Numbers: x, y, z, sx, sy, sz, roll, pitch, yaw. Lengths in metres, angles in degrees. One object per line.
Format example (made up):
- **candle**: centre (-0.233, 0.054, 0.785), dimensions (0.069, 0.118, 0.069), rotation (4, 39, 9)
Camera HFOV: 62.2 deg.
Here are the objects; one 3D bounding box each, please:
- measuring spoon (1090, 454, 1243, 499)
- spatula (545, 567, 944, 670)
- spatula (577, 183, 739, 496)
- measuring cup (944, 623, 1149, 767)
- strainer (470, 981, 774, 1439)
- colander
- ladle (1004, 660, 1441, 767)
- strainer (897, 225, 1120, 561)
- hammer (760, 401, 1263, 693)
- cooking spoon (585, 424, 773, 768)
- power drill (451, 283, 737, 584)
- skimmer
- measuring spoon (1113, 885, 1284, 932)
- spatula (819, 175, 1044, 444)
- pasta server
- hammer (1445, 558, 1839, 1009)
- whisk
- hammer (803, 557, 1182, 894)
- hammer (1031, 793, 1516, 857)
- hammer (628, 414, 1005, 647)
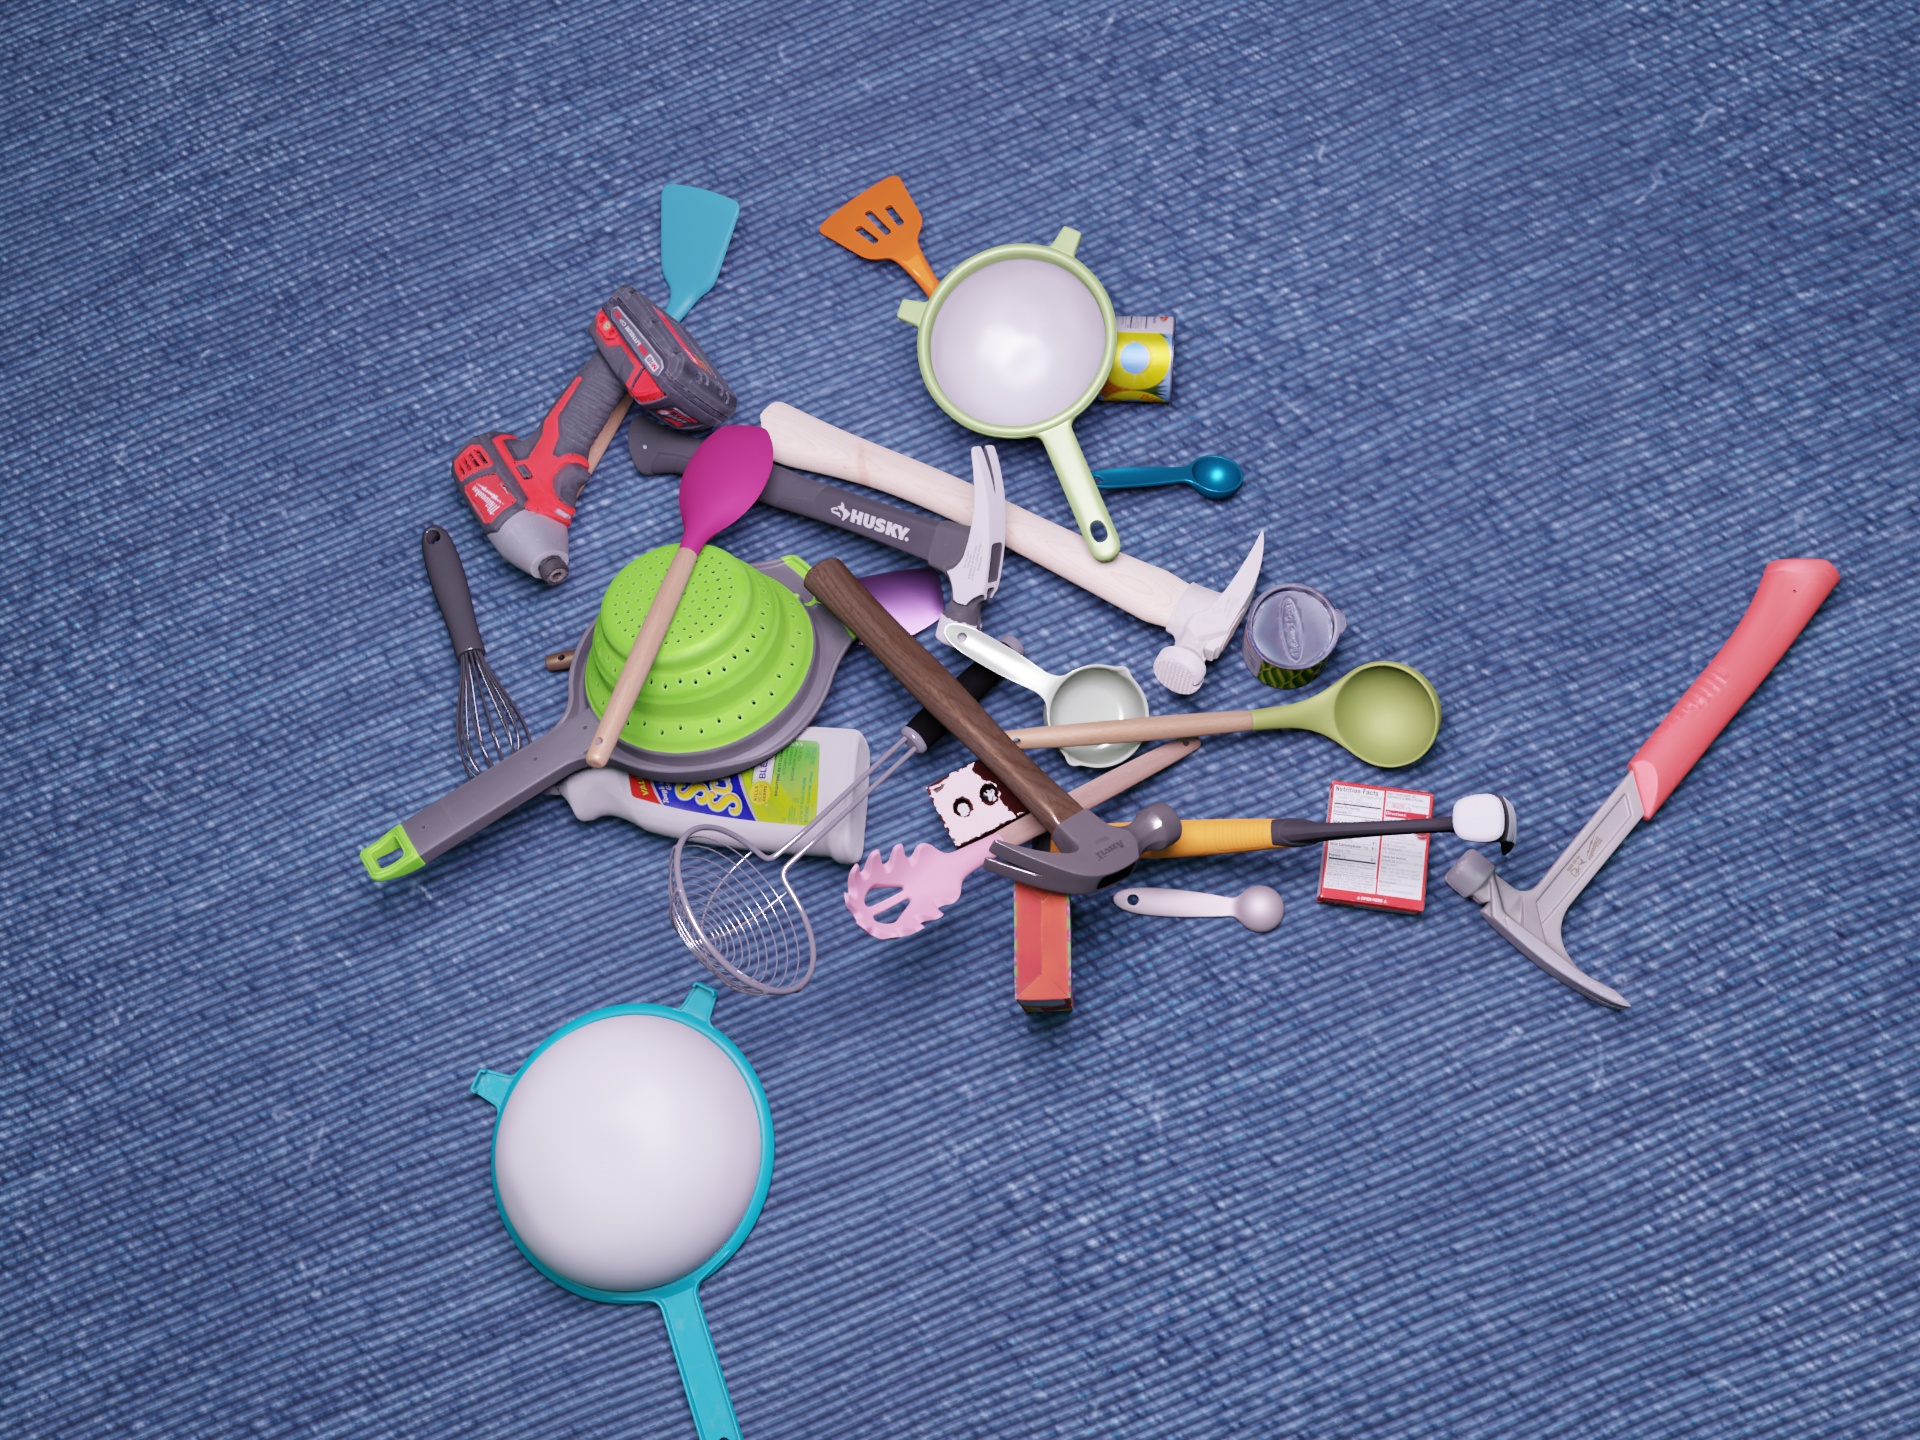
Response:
- **measuring spoon**: centre (0.153, -0.182, 1.226), dimensions (0.128, 0.021, 0.042), rotation (-3, 51, -5)
- **spatula**: centre (-0.169, -0.070, 1.242), dimensions (0.316, 0.018, 0.060), rotation (-9, 71, 3)
- **spatula**: centre (-0.272, -0.286, 1.293), dimensions (0.082, 0.044, 0.317), rotation (22, 81, 25)
- **measuring cup**: centre (0.060, -0.026, 1.178), dimensions (0.167, 0.038, 0.083), rotation (30, 86, -4)
- **strainer**: centre (-0.220, 0.361, 1.102), dimensions (0.211, 0.095, 0.341), rotation (-22, 74, 0)
- **colander**: centre (-0.265, -0.019, 1.151), dimensions (0.397, 0.094, 0.205), rotation (-33, 57, -14)
- **ladle**: centre (0.186, 0.004, 1.145), dimensions (0.320, 0.062, 0.078), rotation (-5, 101, -4)
- **strainer**: centre (0.066, -0.233, 1.210), dimensions (0.151, 0.069, 0.256), rotation (-23, 82, 6)
- **hammer**: centre (0.029, -0.163, 1.227), dimensions (0.411, 0.038, 0.146), rotation (26, 61, 15)
- **cooking spoon**: centre (-0.201, -0.099, 1.126), dimensions (0.069, 0.017, 0.319), rotation (6, 55, 15)
- **power drill**: centre (-0.287, -0.213, 1.228), dimensions (0.219, 0.078, 0.143), rotation (-41, 64, 11)
- **skimmer**: centre (-0.059, 0.045, 1.102), dimensions (0.363, 0.090, 0.127), rotation (-43, 98, -30)
- **measuring spoon**: centre (0.173, 0.133, 1.157), dimensions (0.124, 0.018, 0.034), rotation (3, 77, 7)
- **spatula**: centre (0.004, -0.313, 1.284), dimensions (0.081, 0.041, 0.323), rotation (-36, 80, -3)
- **pasta server**: centre (0.052, 0.072, 1.110), dimensions (0.316, 0.040, 0.060), rotation (-25, 76, -28)
- **hammer**: centre (0.516, 0.029, 1.139), dimensions (0.149, 0.036, 0.359), rotation (40, 84, 13)
- **whisk**: centre (-0.387, -0.051, 1.249), dimensions (0.055, 0.055, 0.239), rotation (-22, 71, 0)
- **hammer**: centre (-0.002, -0.004, 1.115), dimensions (0.130, 0.031, 0.332), rotation (-26, 59, -35)
- **hammer**: centre (0.212, 0.079, 1.114), dimensions (0.337, 0.127, 0.034), rotation (-4, 81, 24)
- **hammer**: centre (-0.117, -0.177, 1.219), dimensions (0.335, 0.035, 0.146), rotation (22, 109, 22)
